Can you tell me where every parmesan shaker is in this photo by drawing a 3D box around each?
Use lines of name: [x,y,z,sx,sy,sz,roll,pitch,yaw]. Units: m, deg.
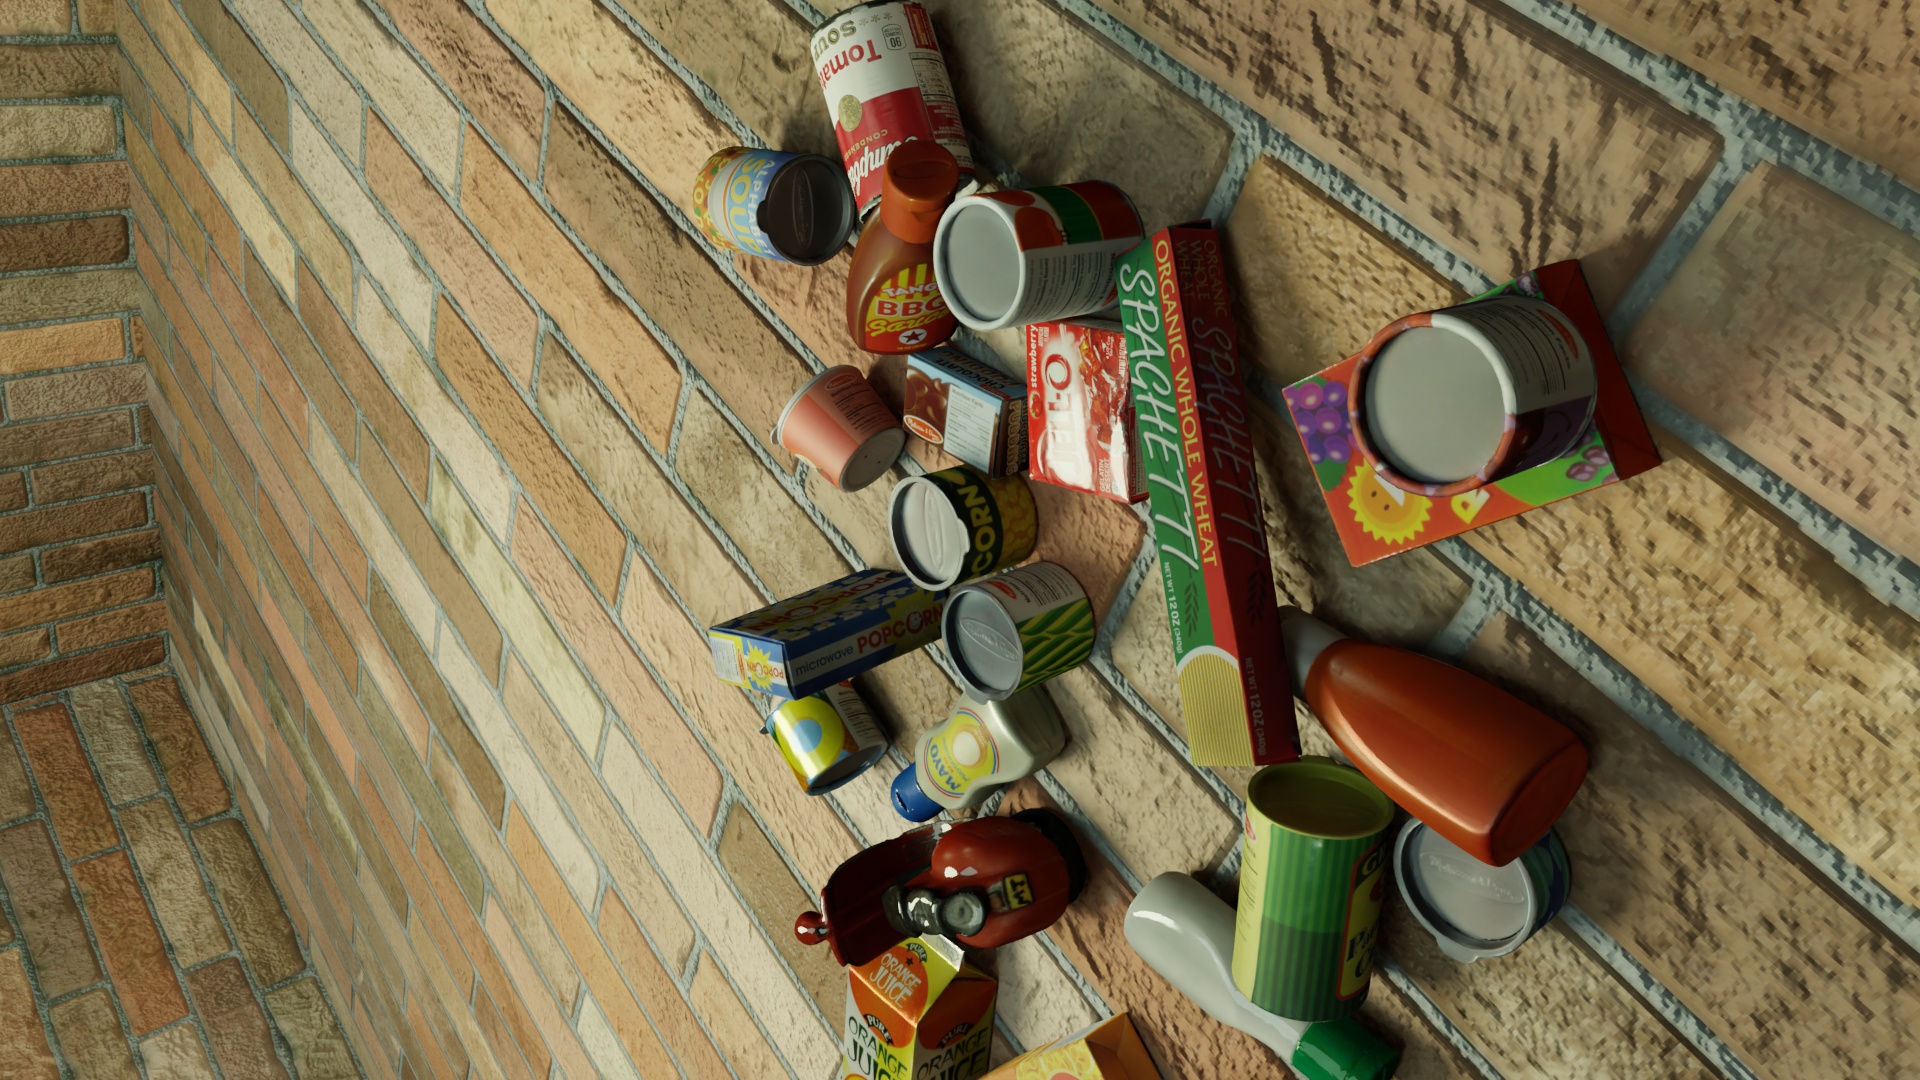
parmesan shaker: [0.166,0.164,0.657,0.071,0.071,0.102,22,121,44]

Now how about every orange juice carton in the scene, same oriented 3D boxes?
orange juice carton: [-0.029,0.335,0.943,0.072,0.073,0.191,29,123,41]

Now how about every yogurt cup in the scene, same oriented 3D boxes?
yogurt cup: [-0.071,-0.067,0.857,0.054,0.073,0.072,45,134,20]

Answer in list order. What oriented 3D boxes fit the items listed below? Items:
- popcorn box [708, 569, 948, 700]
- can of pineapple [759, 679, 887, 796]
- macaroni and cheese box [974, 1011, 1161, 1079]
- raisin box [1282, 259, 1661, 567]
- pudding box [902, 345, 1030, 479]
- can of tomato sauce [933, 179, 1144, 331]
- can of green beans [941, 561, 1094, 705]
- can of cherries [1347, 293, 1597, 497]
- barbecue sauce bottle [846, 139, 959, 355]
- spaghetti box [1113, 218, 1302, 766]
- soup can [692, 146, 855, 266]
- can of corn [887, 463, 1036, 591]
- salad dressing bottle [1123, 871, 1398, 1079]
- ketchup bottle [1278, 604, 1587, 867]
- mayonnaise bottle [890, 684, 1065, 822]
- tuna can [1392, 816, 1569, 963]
popcorn box: [-0.079,0.056,0.859,0.085,0.127,0.038,4,109,50]
can of pineapple: [-0.093,0.135,0.951,0.058,0.071,0.070,55,138,20]
macaroni and cheese box: [0.074,0.375,0.860,0.165,0.040,0.124,-46,67,47]
raisin box: [0.200,-0.048,0.557,0.123,0.040,0.086,-26,84,50]
pudding box: [0.004,-0.074,0.789,0.084,0.030,0.049,31,127,40]
can of tomato sauce: [0.037,-0.141,0.682,0.071,0.083,0.071,21,119,44]
can of green beans: [0.032,0.050,0.778,0.071,0.058,0.071,21,119,44]
can of cherries: [0.181,-0.050,0.498,0.071,0.058,0.071,20,117,44]
barbecue sauce bottle: [-0.026,-0.151,0.730,0.148,0.065,0.044,107,151,-68]
spaghetti box: [0.112,-0.021,0.640,0.050,0.029,0.250,-19,77,63]
soup can: [-0.118,-0.207,0.855,0.084,0.071,0.071,21,119,45]
can of corn: [0.003,-0.010,0.791,0.071,0.058,0.071,21,118,45]
salad dressing bottle: [0.152,0.230,0.711,0.148,0.044,0.064,34,141,37]
ketchup bottle: [0.188,0.075,0.600,0.149,0.065,0.043,36,165,47]
mayonnaise bottle: [0.004,0.133,0.854,0.065,0.041,0.147,59,139,14]
tuna can: [0.225,0.145,0.601,0.071,0.033,0.070,21,119,45]
